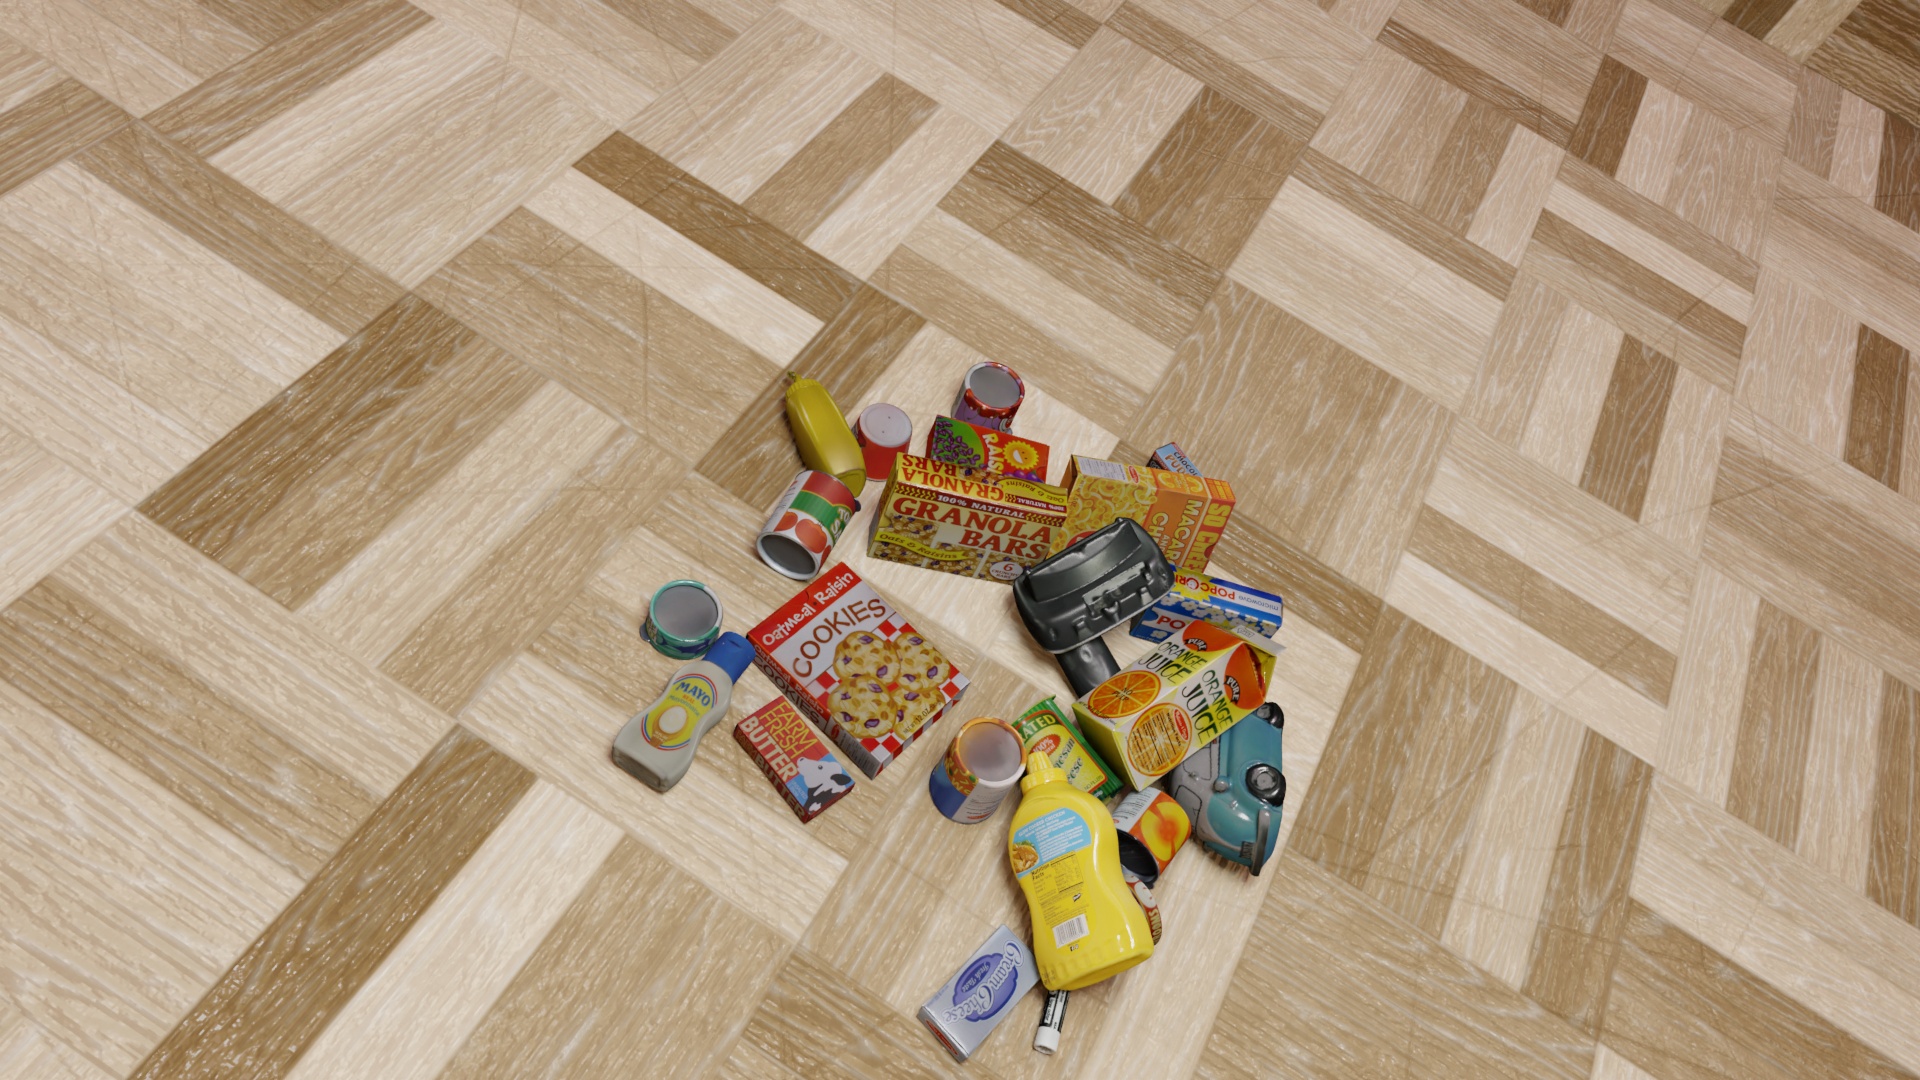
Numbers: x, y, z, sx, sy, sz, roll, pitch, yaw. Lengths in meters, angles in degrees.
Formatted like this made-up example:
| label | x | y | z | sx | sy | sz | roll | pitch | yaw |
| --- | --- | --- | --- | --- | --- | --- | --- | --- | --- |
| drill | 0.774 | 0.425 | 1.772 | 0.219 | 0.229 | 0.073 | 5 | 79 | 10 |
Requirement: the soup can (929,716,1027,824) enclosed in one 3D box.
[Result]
| label | x | y | z | sx | sy | sz | roll | pitch | yaw |
| --- | --- | --- | --- | --- | --- | --- | --- | --- | --- |
| soup can | 0.014 | 0.197 | 1.205 | 0.071 | 0.083 | 0.072 | 9 | 54 | -13 |

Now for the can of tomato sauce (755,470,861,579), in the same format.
| label | x | y | z | sx | sy | sz | roll | pitch | yaw |
| --- | --- | --- | --- | --- | --- | --- | --- | --- | --- |
| can of tomato sauce | -0.143 | -0.013 | 1.306 | 0.071 | 0.070 | 0.083 | 27 | 54 | 0 |

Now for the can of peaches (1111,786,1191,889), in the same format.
| label | x | y | z | sx | sy | sz | roll | pitch | yaw |
| --- | --- | --- | --- | --- | --- | --- | --- | --- | --- |
| can of peaches | 0.163 | 0.261 | 1.225 | 0.071 | 0.071 | 0.058 | 40 | 53 | 10 |

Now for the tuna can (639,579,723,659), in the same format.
| label | x | y | z | sx | sy | sz | roll | pitch | yaw |
| --- | --- | --- | --- | --- | --- | --- | --- | --- | --- |
| tuna can | -0.248 | 0.070 | 1.233 | 0.071 | 0.032 | 0.071 | 9 | 54 | -13 |

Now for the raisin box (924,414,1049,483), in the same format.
| label | x | y | z | sx | sy | sz | roll | pitch | yaw |
| --- | --- | --- | --- | --- | --- | --- | --- | --- | --- |
| raisin box | 0.025 | -0.072 | 1.420 | 0.123 | 0.039 | 0.086 | 15 | 53 | -10 |

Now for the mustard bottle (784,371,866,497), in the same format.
| label | x | y | z | sx | sy | sz | roll | pitch | yaw |
| --- | --- | --- | --- | --- | --- | --- | --- | --- | --- |
| mustard bottle | -0.140 | -0.113 | 1.378 | 0.049 | 0.065 | 0.161 | -13 | 58 | -21 |

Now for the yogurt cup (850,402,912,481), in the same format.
| label | x | y | z | sx | sy | sz | roll | pitch | yaw |
| --- | --- | --- | --- | --- | --- | --- | --- | --- | --- |
| yogurt cup | -0.081 | -0.101 | 1.394 | 0.072 | 0.053 | 0.073 | 9 | 55 | -14 |

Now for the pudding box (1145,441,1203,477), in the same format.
| label | x | y | z | sx | sy | sz | roll | pitch | yaw |
| --- | --- | --- | --- | --- | --- | --- | --- | --- | --- |
| pudding box | 0.234 | -0.058 | 1.475 | 0.030 | 0.049 | 0.084 | -24 | 68 | -29 |

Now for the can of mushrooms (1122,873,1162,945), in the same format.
| label | x | y | z | sx | sy | sz | roll | pitch | yaw |
| --- | --- | --- | --- | --- | --- | --- | --- | --- | --- |
| can of mushrooms | 0.139 | 0.319 | 1.174 | 0.033 | 0.070 | 0.071 | -15 | 63 | -29 |

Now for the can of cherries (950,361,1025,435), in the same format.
| label | x | y | z | sx | sy | sz | roll | pitch | yaw |
| --- | --- | --- | --- | --- | --- | --- | --- | --- | --- |
| can of cherries | 0.031 | -0.144 | 1.459 | 0.071 | 0.058 | 0.072 | 9 | 55 | -13 |

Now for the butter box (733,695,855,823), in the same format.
| label | x | y | z | sx | sy | sz | roll | pitch | yaw |
| --- | --- | --- | --- | --- | --- | --- | --- | --- | --- |
| butter box | -0.143 | 0.187 | 1.195 | 0.053 | 0.024 | 0.103 | -32 | 72 | -34 |

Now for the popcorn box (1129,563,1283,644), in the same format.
| label | x | y | z | sx | sy | sz | roll | pitch | yaw |
| --- | --- | --- | --- | --- | --- | --- | --- | --- | --- |
| popcorn box | 0.241 | 0.075 | 1.365 | 0.127 | 0.084 | 0.038 | 16 | 52 | -7 |

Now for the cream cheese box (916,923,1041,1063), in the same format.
| label | x | y | z | sx | sy | sz | roll | pitch | yaw |
| --- | --- | --- | --- | --- | --- | --- | --- | --- | --- |
| cream cheese box | 0.018 | 0.366 | 1.128 | 0.053 | 0.024 | 0.104 | 44 | 55 | 12 |

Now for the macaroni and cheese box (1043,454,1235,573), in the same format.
| label | x | y | z | sx | sy | sz | roll | pitch | yaw |
| --- | --- | --- | --- | --- | --- | --- | --- | --- | --- |
| macaroni and cheese box | 0.172 | -0.013 | 1.376 | 0.167 | 0.123 | 0.040 | 9 | 36 | -13 |

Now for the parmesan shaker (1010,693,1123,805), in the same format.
| label | x | y | z | sx | sy | sz | roll | pitch | yaw |
| --- | --- | --- | --- | --- | --- | --- | --- | --- | --- |
| parmesan shaker | 0.090 | 0.198 | 1.239 | 0.071 | 0.071 | 0.103 | -30 | 70 | -32 |

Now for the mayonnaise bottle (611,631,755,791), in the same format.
| label | x | y | z | sx | sy | sz | roll | pitch | yaw |
| --- | --- | --- | --- | --- | --- | --- | --- | --- | --- |
| mayonnaise bottle | -0.230 | 0.140 | 1.186 | 0.065 | 0.041 | 0.149 | 31 | 53 | 6 |

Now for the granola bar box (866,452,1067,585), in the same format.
| label | x | y | z | sx | sy | sz | roll | pitch | yaw |
| --- | --- | --- | --- | --- | --- | --- | --- | --- | --- |
| granola bar box | 0.005 | -0.017 | 1.322 | 0.166 | 0.123 | 0.039 | 11 | 52 | -11 |

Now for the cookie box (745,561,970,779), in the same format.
| label | x | y | z | sx | sy | sz | roll | pitch | yaw |
| --- | --- | --- | --- | --- | --- | --- | --- | --- | --- |
| cookie box | -0.093 | 0.113 | 1.252 | 0.167 | 0.040 | 0.123 | 43 | 54 | 12 |

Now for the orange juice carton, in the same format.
| label | x | y | z | sx | sy | sz | roll | pitch | yaw |
| --- | --- | --- | --- | --- | --- | --- | --- | --- | --- |
| orange juice carton | 0.205 | 0.137 | 1.262 | 0.193 | 0.072 | 0.072 | -32 | 115 | -18 |
